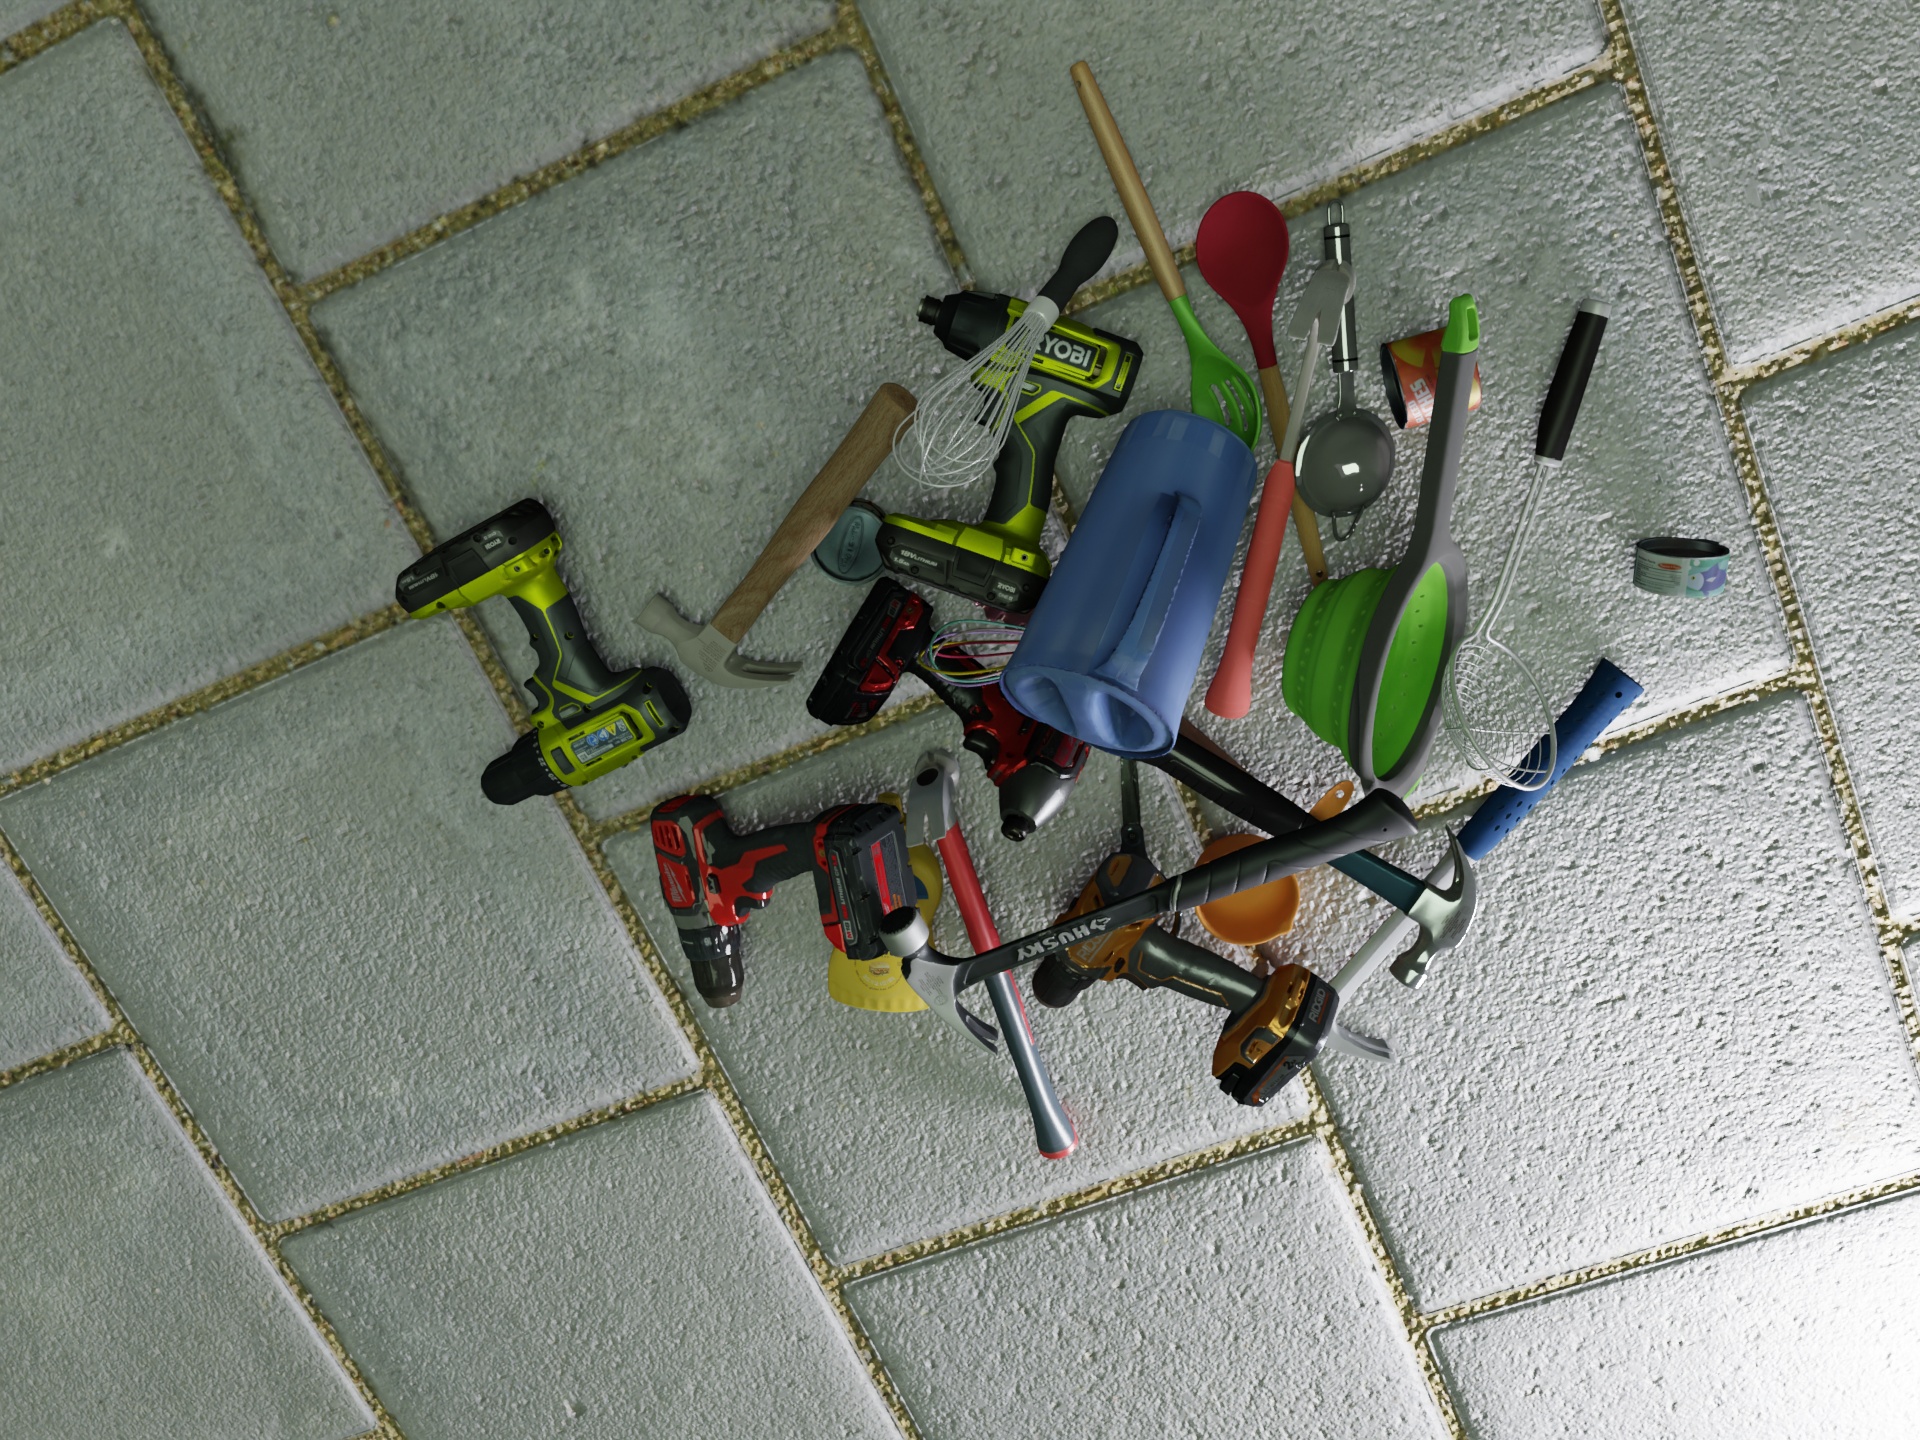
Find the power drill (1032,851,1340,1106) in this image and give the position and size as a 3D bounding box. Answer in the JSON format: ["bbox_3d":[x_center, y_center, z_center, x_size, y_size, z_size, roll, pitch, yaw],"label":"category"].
[{"bbox_3d":[0.176,0.227,1.330,0.226,0.084,0.185,33,134,2],"label":"power drill"}]

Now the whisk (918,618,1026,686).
[{"bbox_3d":[0.081,-0.062,1.243,0.245,0.047,0.051,-8,92,-22],"label":"whisk"}]

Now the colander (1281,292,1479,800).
[{"bbox_3d":[0.312,-0.120,1.190,0.094,0.204,0.396,18,120,31],"label":"colander"}]

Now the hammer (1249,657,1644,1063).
[{"bbox_3d":[0.418,0.120,1.328,0.144,0.035,0.405,35,108,-8],"label":"hammer"}]

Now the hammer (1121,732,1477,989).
[{"bbox_3d":[0.268,0.087,1.275,0.331,0.033,0.128,30,105,-7],"label":"hammer"}]

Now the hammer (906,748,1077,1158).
[{"bbox_3d":[0.030,0.222,1.345,0.038,0.143,0.386,-15,111,9],"label":"hammer"}]

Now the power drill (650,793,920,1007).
[{"bbox_3d":[-0.151,0.154,1.325,0.227,0.080,0.188,-3,104,29],"label":"power drill"}]

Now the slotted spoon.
[{"bbox_3d":[0.153,-0.341,1.188,0.031,0.070,0.313,-34,104,-32],"label":"slotted spoon"}]

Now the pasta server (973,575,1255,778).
[{"bbox_3d":[0.134,-0.030,1.295,0.316,0.040,0.060,38,93,-10],"label":"pasta server"}]

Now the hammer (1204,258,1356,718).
[{"bbox_3d":[0.231,-0.149,1.179,0.037,0.149,0.358,15,126,11],"label":"hammer"}]

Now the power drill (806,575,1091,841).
[{"bbox_3d":[-0.002,-0.004,1.261,0.219,0.143,0.078,30,147,-6],"label":"power drill"}]

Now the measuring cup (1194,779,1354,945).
[{"bbox_3d":[0.264,0.107,1.327,0.095,0.052,0.173,37,106,-9],"label":"measuring cup"}]

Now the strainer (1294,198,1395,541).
[{"bbox_3d":[0.291,-0.261,1.204,0.087,0.050,0.258,-11,105,-14],"label":"strainer"}]

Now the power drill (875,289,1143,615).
[{"bbox_3d":[0.022,-0.205,1.204,0.171,0.080,0.223,19,91,-2],"label":"power drill"}]

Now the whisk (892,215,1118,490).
[{"bbox_3d":[0.041,-0.269,1.133,0.070,0.070,0.285,38,64,-9],"label":"whisk"}]

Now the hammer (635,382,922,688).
[{"bbox_3d":[-0.127,-0.134,1.217,0.130,0.031,0.331,38,131,-9],"label":"hammer"}]

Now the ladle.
[{"bbox_3d":[0.243,-0.247,1.220,0.069,0.031,0.315,-15,109,9],"label":"ladle"}]

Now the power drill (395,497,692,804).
[{"bbox_3d":[-0.356,-0.047,1.305,0.190,0.080,0.228,-25,108,14],"label":"power drill"}]

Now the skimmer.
[{"bbox_3d":[0.449,-0.131,1.203,0.127,0.090,0.363,3,107,-38],"label":"skimmer"}]

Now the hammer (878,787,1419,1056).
[{"bbox_3d":[0.149,0.144,1.218,0.409,0.036,0.149,-22,117,15],"label":"hammer"}]
